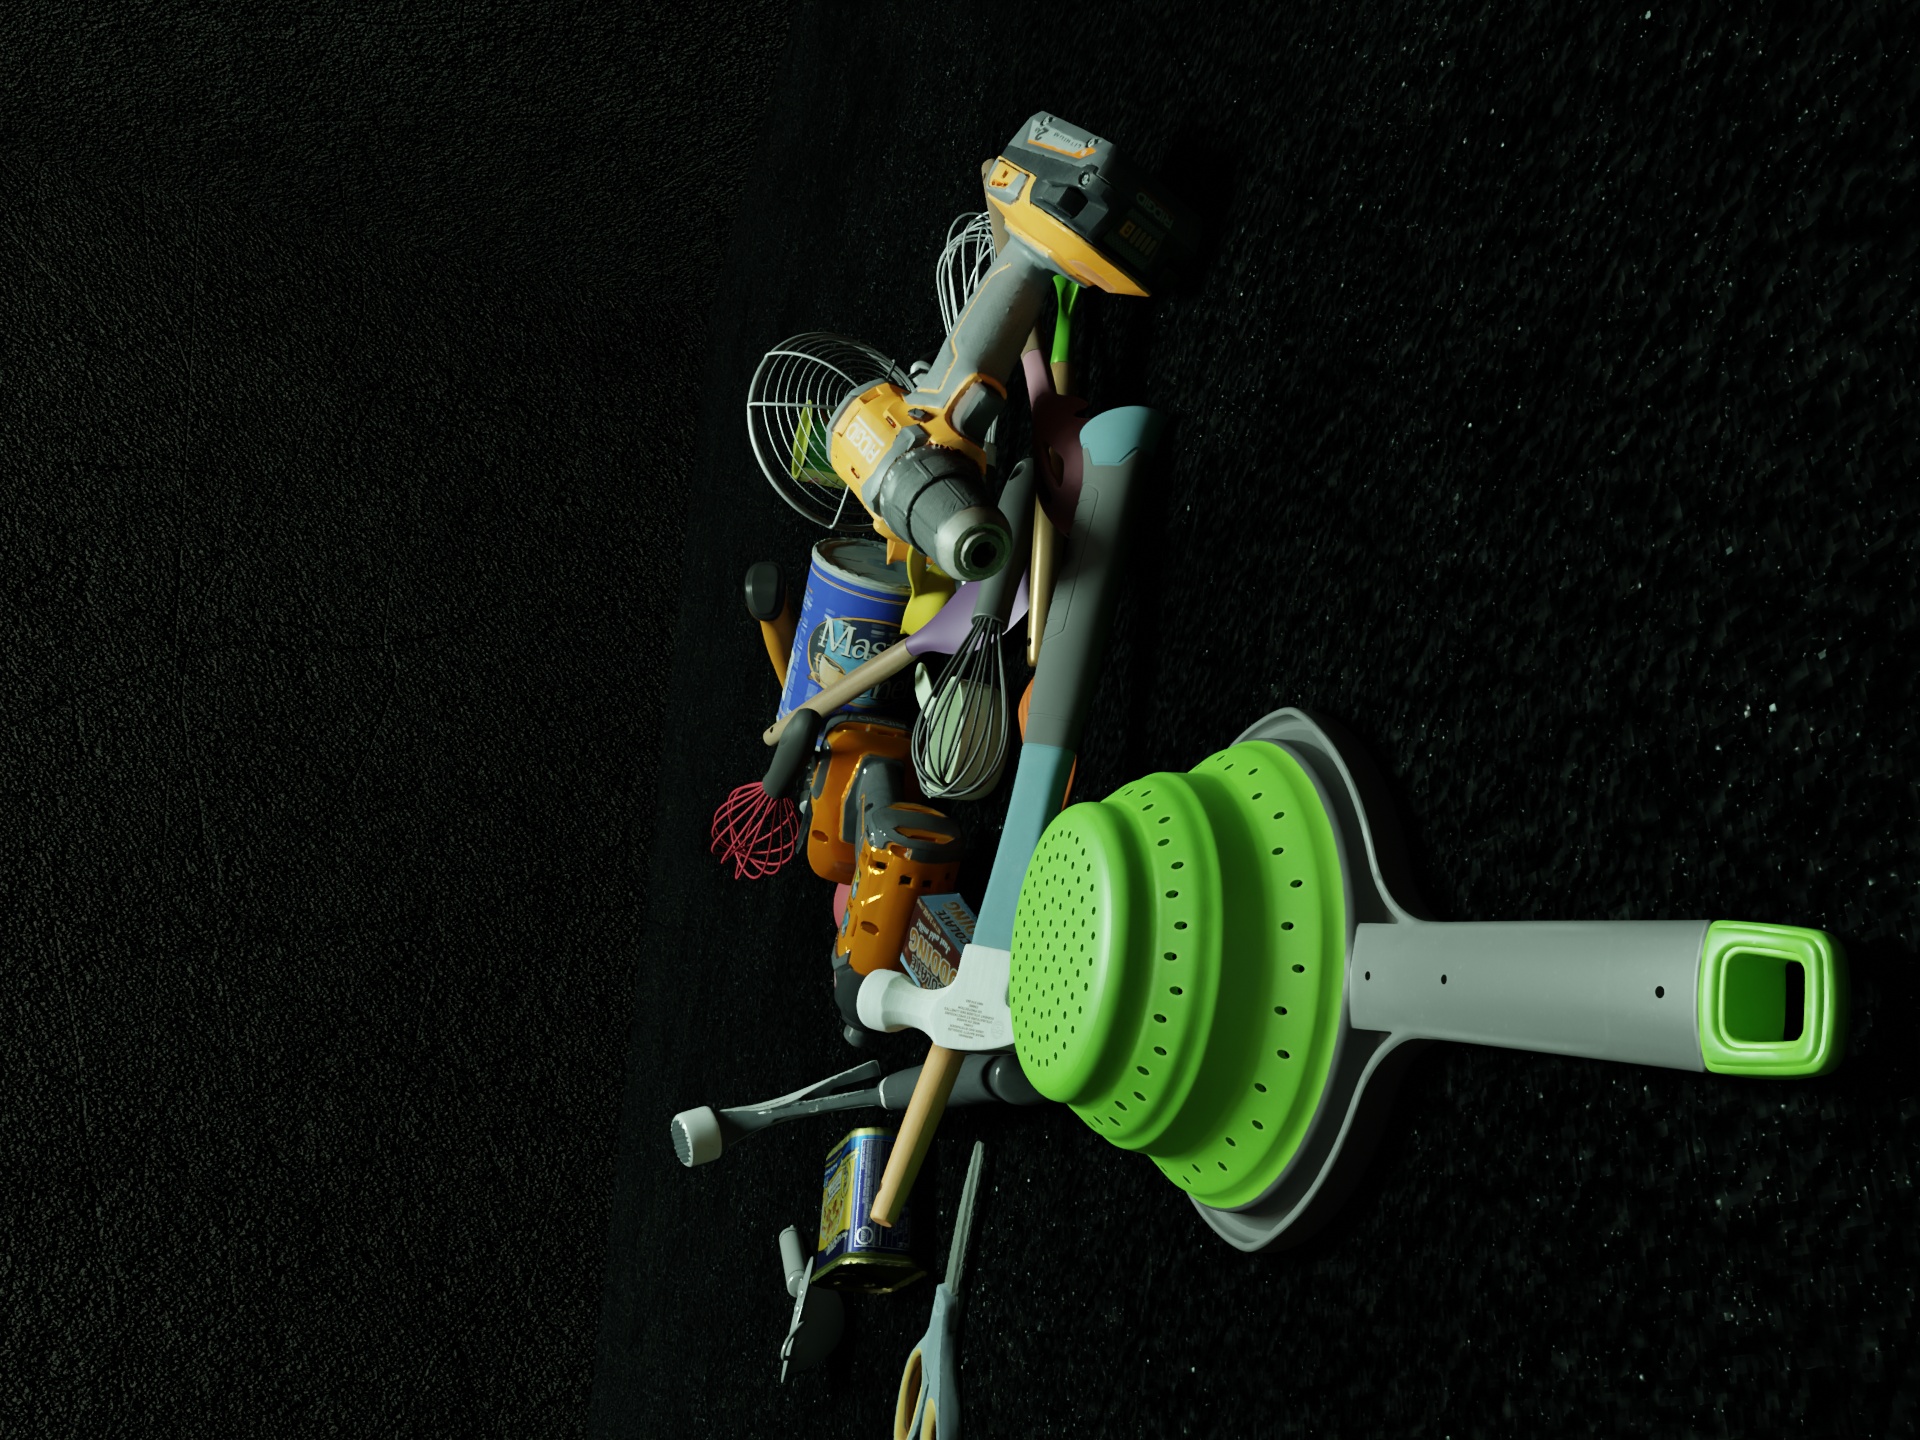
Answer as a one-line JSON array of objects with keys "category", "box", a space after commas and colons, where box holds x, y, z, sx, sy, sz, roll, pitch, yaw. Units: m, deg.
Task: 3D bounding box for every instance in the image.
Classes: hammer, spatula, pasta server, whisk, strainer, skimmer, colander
[{"category": "hammer", "box": [-0.135, -0.040, 1.322, 0.336, 0.034, 0.127, 83, -172, -64]}, {"category": "spatula", "box": [-0.046, -0.038, 1.076, 0.316, 0.018, 0.060, -28, 50, 46]}, {"category": "spatula", "box": [0.010, 0.104, 0.830, 0.323, 0.041, 0.081, -67, 7, -30]}, {"category": "pasta server", "box": [0.046, -0.227, 0.927, 0.060, 0.040, 0.317, -53, 35, 44]}, {"category": "whisk", "box": [-0.142, 0.057, 1.208, 0.295, 0.073, 0.073, 125, 150, -62]}, {"category": "hammer", "box": [0.046, 0.001, 0.782, 0.128, 0.033, 0.331, 8, 78, 32]}, {"category": "strainer", "box": [-0.119, 0.428, 1.203, 0.258, 0.050, 0.087, -173, 98, -80]}, {"category": "whisk", "box": [0.019, -0.059, 0.938, 0.055, 0.055, 0.239, 130, 158, -61]}, {"category": "hammer", "box": [-0.041, 0.222, 0.943, 0.409, 0.149, 0.036, -30, 73, 58]}, {"category": "skimmer", "box": [-0.056, -0.215, 1.091, 0.090, 0.127, 0.363, -32, 11, 15]}, {"category": "whisk", "box": [0.013, -0.209, 1.073, 0.070, 0.070, 0.285, 156, 117, -71]}, {"category": "colander", "box": [0.100, 0.080, 0.522, 0.397, 0.094, 0.204, 156, 121, -72]}]

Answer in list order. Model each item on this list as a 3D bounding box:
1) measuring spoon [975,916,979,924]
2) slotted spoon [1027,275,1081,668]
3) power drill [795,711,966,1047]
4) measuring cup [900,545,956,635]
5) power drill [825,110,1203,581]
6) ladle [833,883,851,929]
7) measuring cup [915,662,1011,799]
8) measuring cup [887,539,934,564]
[{"category": "measuring spoon", "box": [0.017, 0.129, 0.946, 0.124, 0.018, 0.034, -52, 45, 47]}, {"category": "slotted spoon", "box": [0.058, -0.186, 0.946, 0.070, 0.031, 0.314, 164, 112, -69]}, {"category": "power drill", "box": [-0.059, 0.103, 1.074, 0.227, 0.084, 0.164, -114, 37, -65]}, {"category": "measuring cup", "box": [-0.016, -0.092, 1.061, 0.062, 0.029, 0.156, -61, -7, -10]}, {"category": "power drill", "box": [0.026, -0.187, 0.825, 0.226, 0.084, 0.186, -53, 34, 13]}, {"category": "ladle", "box": [-0.051, 0.162, 1.139, 0.315, 0.031, 0.069, -147, 69, -71]}, {"category": "measuring cup", "box": [-0.002, -0.003, 1.038, 0.168, 0.038, 0.083, -115, 37, -67]}, {"category": "measuring cup", "box": [-0.015, -0.146, 1.108, 0.174, 0.052, 0.095, -122, 40, -75]}]
